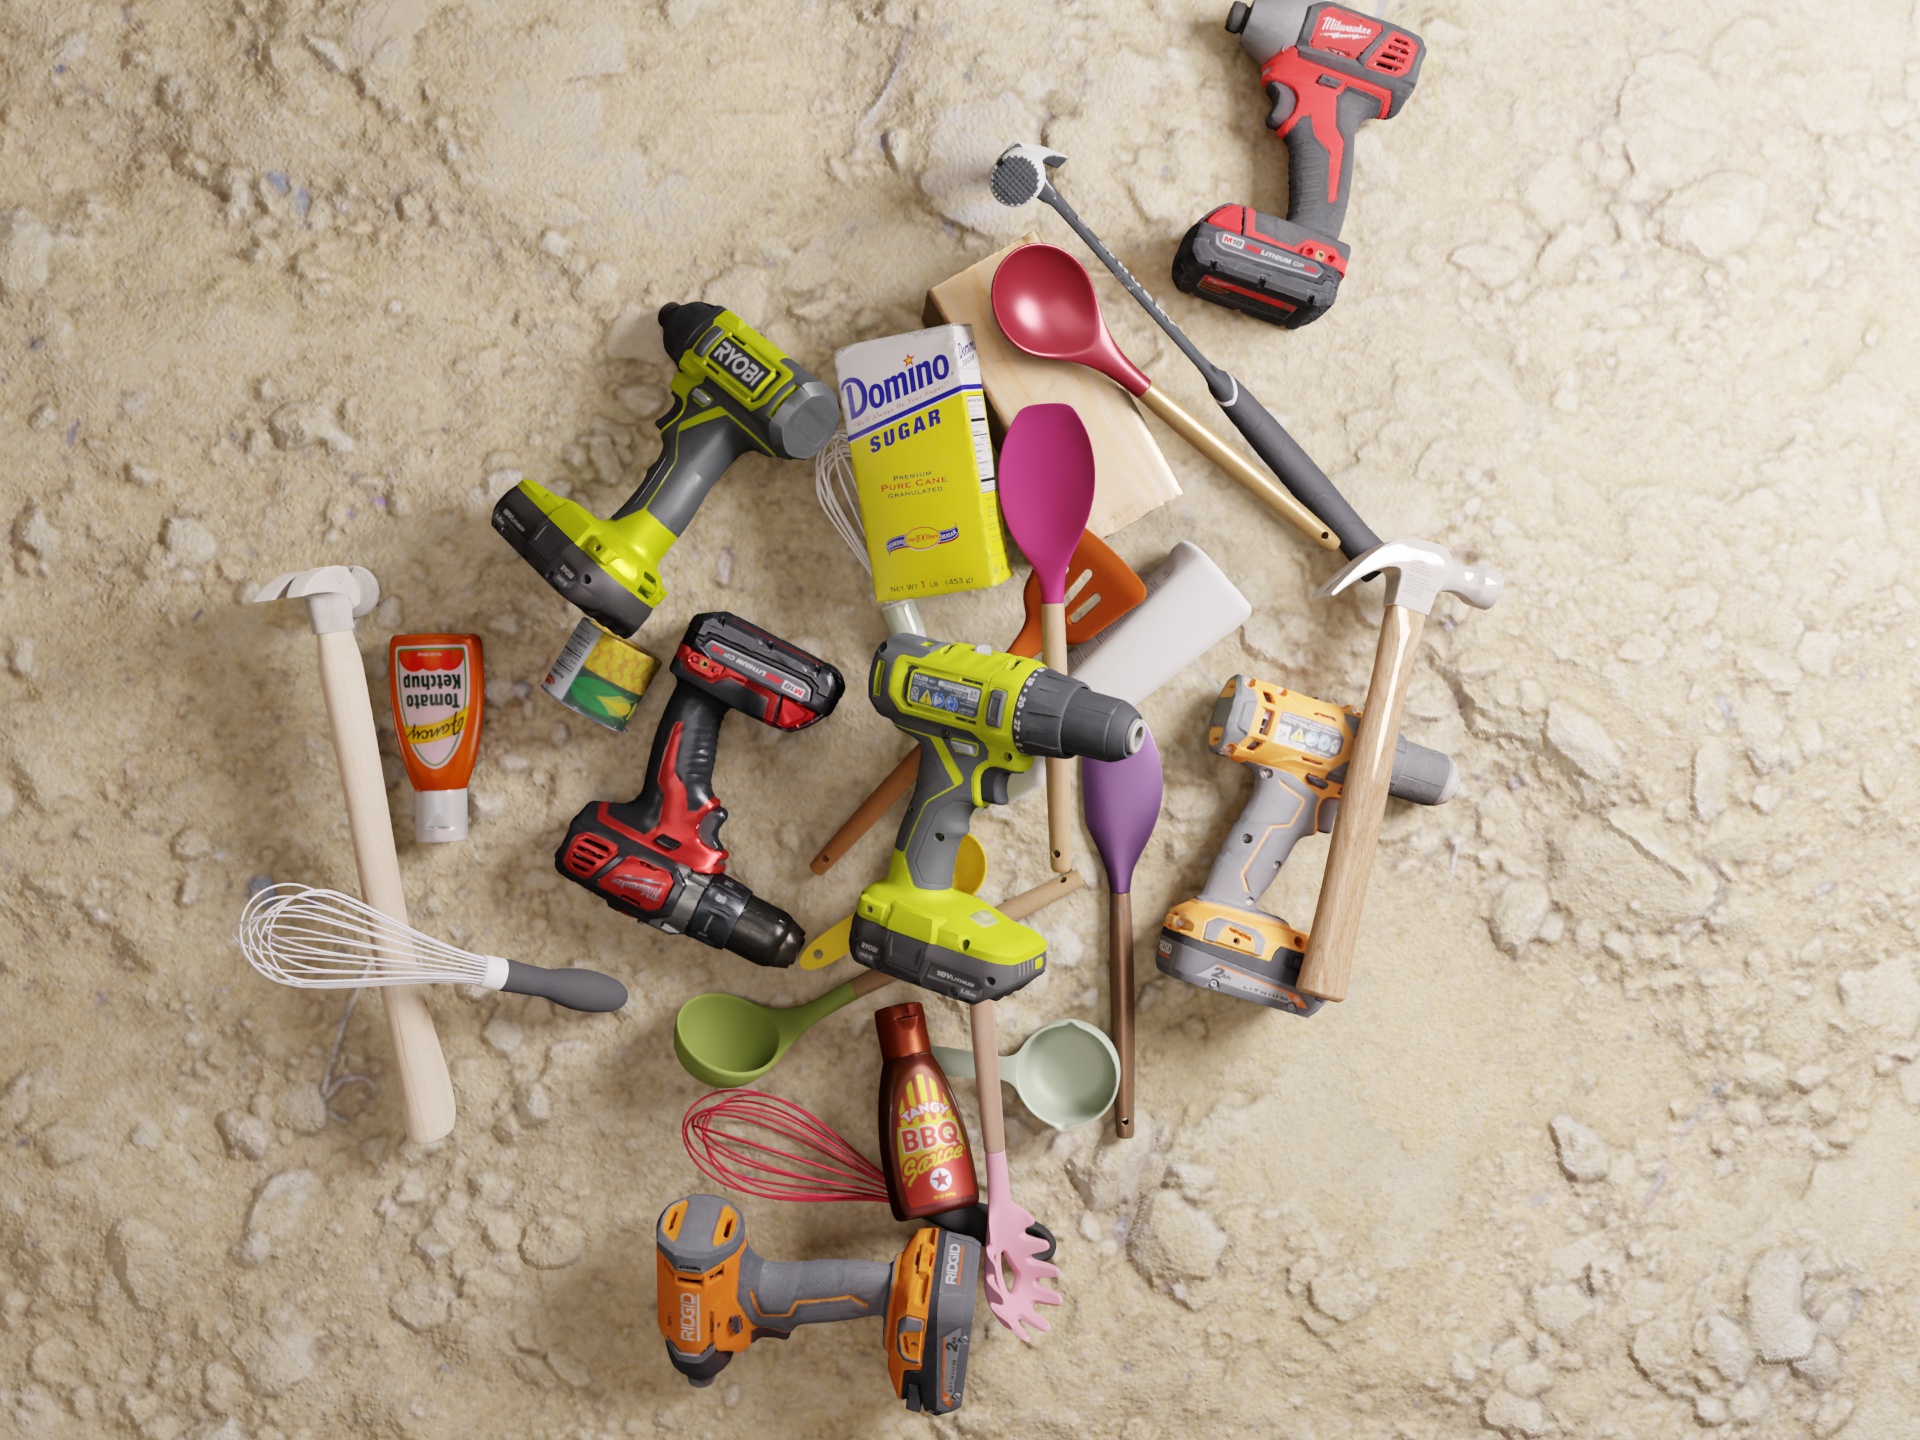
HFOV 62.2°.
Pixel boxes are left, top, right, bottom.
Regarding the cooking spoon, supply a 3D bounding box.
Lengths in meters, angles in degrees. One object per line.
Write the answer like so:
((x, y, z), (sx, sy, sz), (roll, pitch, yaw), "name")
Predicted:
((0.063, -0.054, 1.081), (0.069, 0.017, 0.319), (0, 96, 22), "cooking spoon")

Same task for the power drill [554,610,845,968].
((-0.162, 0.054, 1.138), (0.188, 0.080, 0.226), (28, 94, -3), "power drill")

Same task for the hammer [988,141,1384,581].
((0.174, -0.251, 1.132), (0.036, 0.149, 0.408), (-39, 104, 23), "hammer")

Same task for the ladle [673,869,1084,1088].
((-0.057, 0.177, 1.158), (0.320, 0.078, 0.062), (-26, 136, -5), "ladle")

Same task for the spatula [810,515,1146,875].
((-0.002, -0.004, 1.128), (0.081, 0.041, 0.322), (44, 103, 4), "spatula")

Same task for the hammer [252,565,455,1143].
((-0.409, 0.098, 1.105), (0.038, 0.146, 0.410), (-9, 97, -1), "hammer")

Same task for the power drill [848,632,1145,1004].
((0.018, 0.066, 1.068), (0.191, 0.080, 0.228), (15, 101, 27), "power drill")

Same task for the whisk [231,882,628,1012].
((-0.348, 0.165, 1.080), (0.284, 0.070, 0.070), (20, 92, -39), "whisk")

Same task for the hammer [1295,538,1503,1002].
((0.286, 0.031, 1.116), (0.130, 0.031, 0.331), (16, 83, -13), "hammer")

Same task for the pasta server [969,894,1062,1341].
((0.028, 0.283, 1.144), (0.060, 0.040, 0.316), (-7, 92, -44), "pasta server")

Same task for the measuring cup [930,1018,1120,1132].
((0.037, 0.254, 1.180), (0.167, 0.038, 0.083), (4, 91, 14), "measuring cup")

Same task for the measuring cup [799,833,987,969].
((-0.052, 0.133, 1.161), (0.156, 0.029, 0.062), (-33, 96, -6), "measuring cup")

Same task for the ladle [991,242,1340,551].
((0.145, -0.211, 1.082), (0.315, 0.031, 0.069), (36, 96, -18), "ladle")

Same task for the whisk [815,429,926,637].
((-0.048, -0.092, 1.153), (0.059, 0.058, 0.246), (-16, 98, 32), "whisk")

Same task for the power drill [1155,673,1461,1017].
((0.253, 0.097, 1.159), (0.185, 0.084, 0.226), (17, 87, -5), "power drill")

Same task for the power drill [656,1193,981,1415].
((-0.105, 0.428, 1.139), (0.226, 0.084, 0.164), (7, 119, 2), "power drill")

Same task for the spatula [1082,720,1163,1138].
((0.122, 0.153, 1.182), (0.060, 0.018, 0.316), (-1, 91, 3), "spatula")

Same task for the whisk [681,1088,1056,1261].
((-0.064, 0.340, 1.164), (0.295, 0.073, 0.073), (23, 91, -10), "whisk")

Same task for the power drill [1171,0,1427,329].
((0.234, -0.408, 1.140), (0.143, 0.078, 0.220), (19, 88, -3), "power drill")

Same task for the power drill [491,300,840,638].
((-0.211, -0.183, 1.108), (0.223, 0.080, 0.171), (-48, 60, -1), "power drill")
